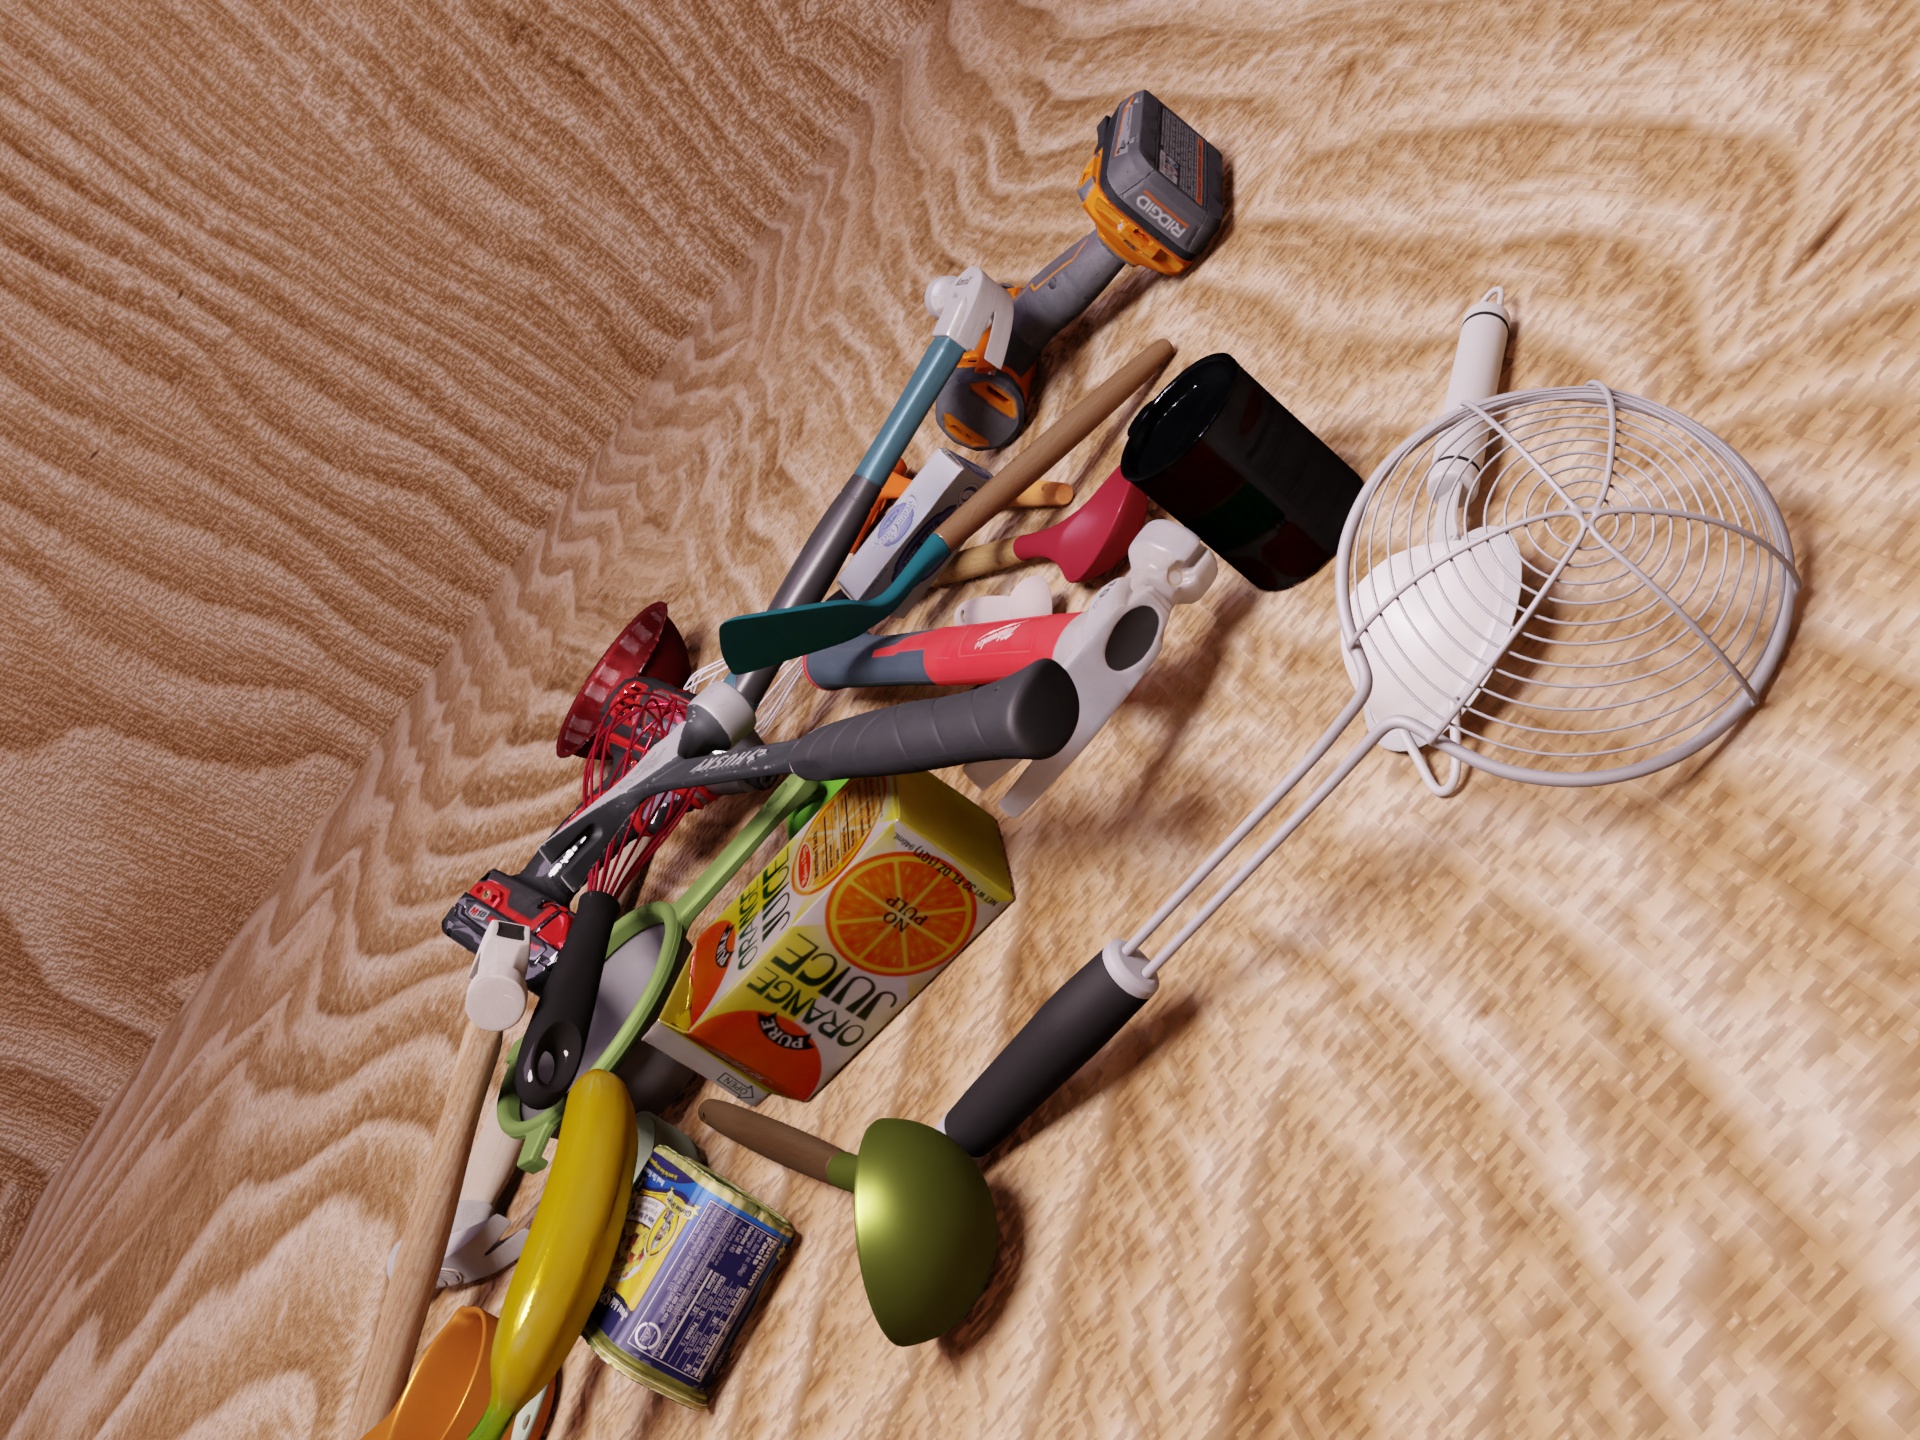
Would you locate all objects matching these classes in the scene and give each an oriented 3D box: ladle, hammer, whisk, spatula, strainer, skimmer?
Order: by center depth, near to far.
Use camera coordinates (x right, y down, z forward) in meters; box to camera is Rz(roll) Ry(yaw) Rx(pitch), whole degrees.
[{"bbox_3d":[0.110,0.043,0.539,0.127,0.090,0.363,53,127,22],"label":"skimmer"},{"bbox_3d":[0.181,-0.084,0.596,0.087,0.050,0.259,-48,15,53],"label":"strainer"},{"bbox_3d":[-0.071,0.191,0.679,0.320,0.062,0.078,-11,91,64],"label":"ladle"},{"bbox_3d":[-0.078,0.018,0.731,0.149,0.036,0.409,-45,18,-27],"label":"hammer"},{"bbox_3d":[-0.017,-0.022,0.824,0.143,0.038,0.386,-51,18,-16],"label":"hammer"},{"bbox_3d":[-0.152,0.141,0.894,0.256,0.069,0.152,-49,22,-4],"label":"strainer"},{"bbox_3d":[-0.294,0.267,0.894,0.130,0.031,0.331,-128,55,-72],"label":"hammer"},{"bbox_3d":[0.000,-0.124,0.895,0.317,0.044,0.082,-42,-12,-14],"label":"spatula"},{"bbox_3d":[-0.198,0.089,0.897,0.073,0.073,0.296,-37,30,35],"label":"whisk"},{"bbox_3d":[0.023,-0.097,0.933,0.315,0.031,0.069,-5,60,63],"label":"ladle"},{"bbox_3d":[-0.066,-0.139,1.001,0.331,0.033,0.128,-59,24,0],"label":"hammer"},{"bbox_3d":[-0.106,-0.053,1.069,0.284,0.070,0.070,-35,29,39],"label":"whisk"},{"bbox_3d":[-0.006,-0.149,1.069,0.081,0.041,0.323,-58,27,-8],"label":"spatula"},{"bbox_3d":[-0.263,0.182,1.086,0.146,0.038,0.411,-31,32,41],"label":"hammer"}]

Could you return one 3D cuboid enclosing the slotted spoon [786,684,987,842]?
[{"bbox_3d":[-0.001,-0.003,0.850,0.313,0.031,0.070,-32,27,39],"label":"slotted spoon"}]

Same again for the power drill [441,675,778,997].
[{"bbox_3d":[-0.217,0.079,1.027,0.143,0.078,0.220,21,69,35],"label":"power drill"}]

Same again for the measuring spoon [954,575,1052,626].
[{"bbox_3d":[0.017,-0.060,0.889,0.124,0.018,0.034,180,88,-66],"label":"measuring spoon"}]

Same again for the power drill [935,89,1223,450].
[{"bbox_3d":[0.071,-0.300,1.057,0.226,0.084,0.164,-42,26,37],"label":"power drill"}]

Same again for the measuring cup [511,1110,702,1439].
[{"bbox_3d":[-0.173,0.276,0.779,0.083,0.038,0.168,-28,36,47],"label":"measuring cup"}]

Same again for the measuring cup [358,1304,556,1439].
[{"bbox_3d":[-0.269,0.371,0.815,0.173,0.052,0.095,-43,25,29],"label":"measuring cup"}]
